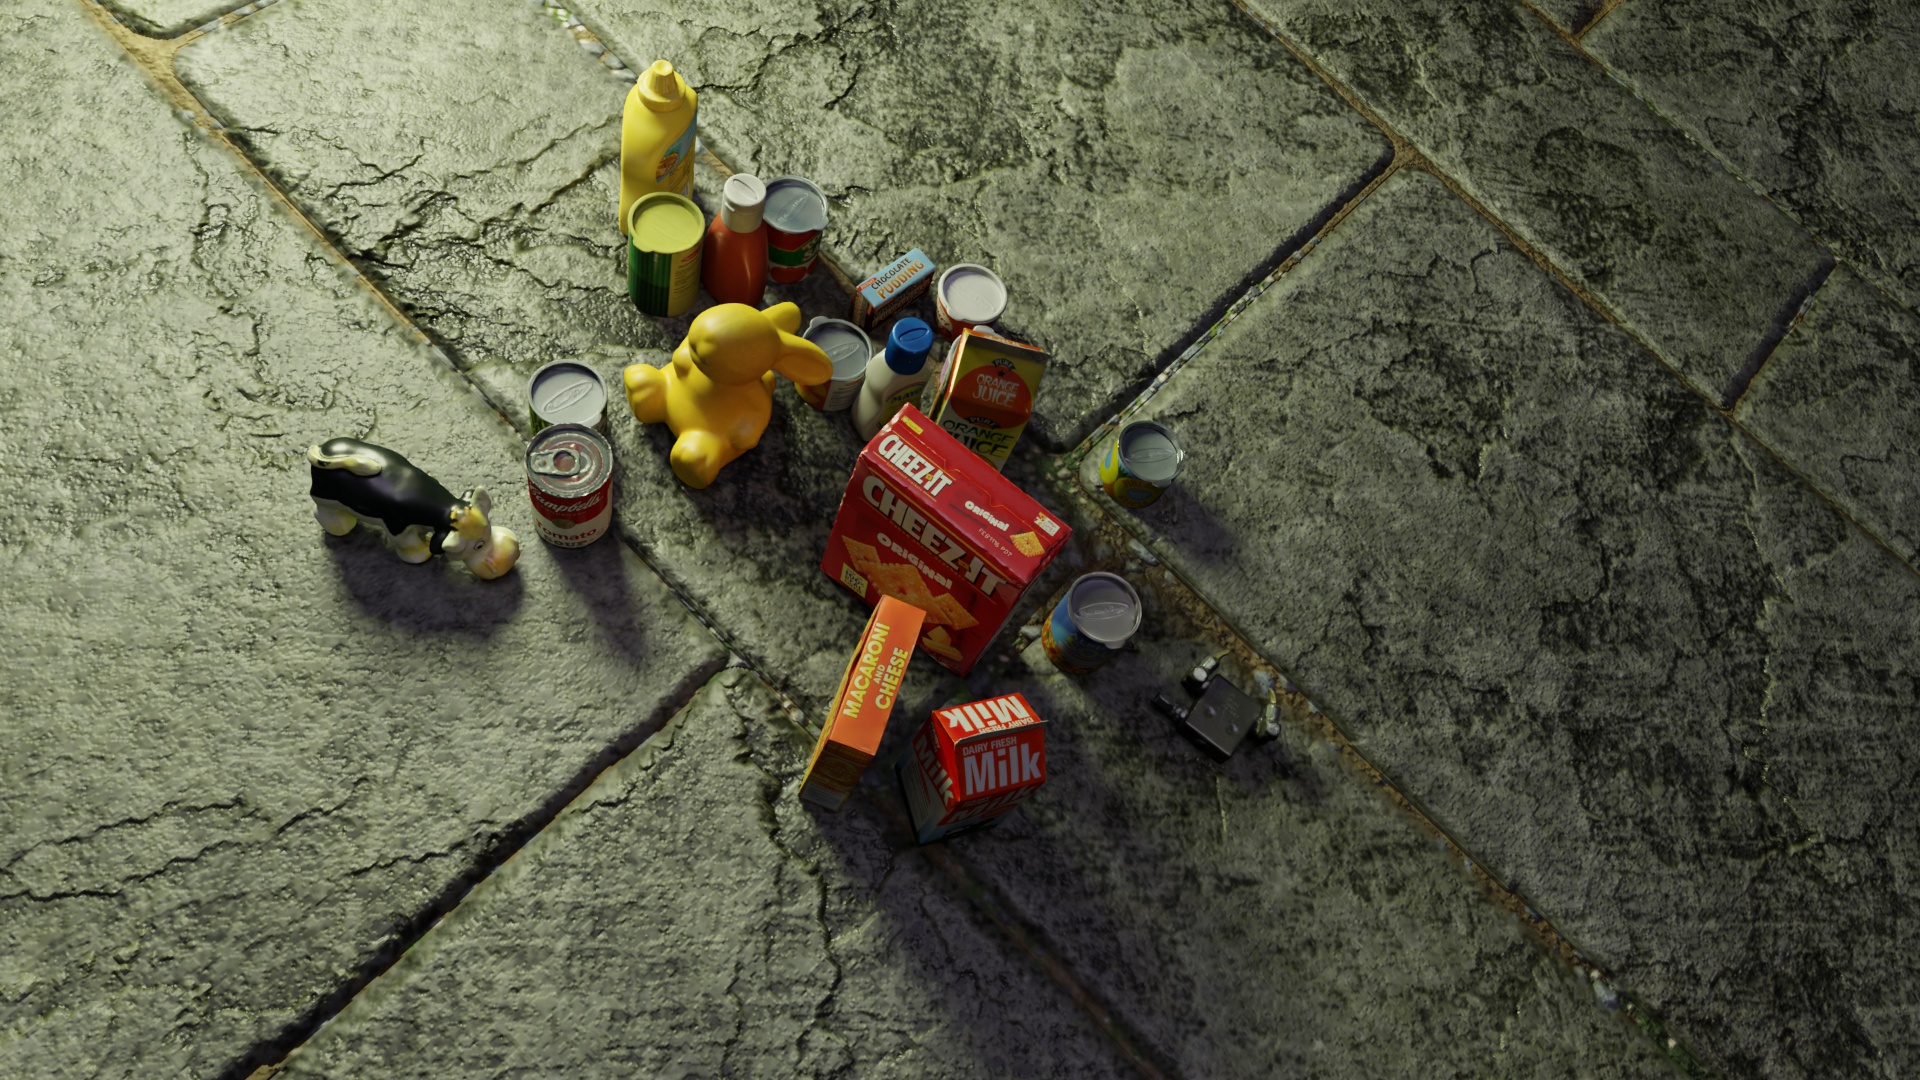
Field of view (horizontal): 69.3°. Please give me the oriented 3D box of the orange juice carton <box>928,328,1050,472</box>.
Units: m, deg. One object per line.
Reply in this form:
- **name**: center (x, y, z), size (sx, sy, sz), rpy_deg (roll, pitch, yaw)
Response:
- **orange juice carton**: center (0.019, -0.120, 1.216), size (0.072, 0.191, 0.073), rpy_deg (15, 62, -7)

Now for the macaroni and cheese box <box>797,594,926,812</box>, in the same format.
- **macaroni and cheese box**: center (-0.079, 0.130, 1.084), size (0.040, 0.165, 0.124), rpy_deg (22, 62, -4)

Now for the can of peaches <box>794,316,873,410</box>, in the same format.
- **can of peaches**: center (-0.118, -0.162, 1.277), size (0.071, 0.057, 0.071), rpy_deg (6, 64, -12)

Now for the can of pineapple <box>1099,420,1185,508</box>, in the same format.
- **can of pineapple**: center (0.170, -0.069, 1.307), size (0.071, 0.057, 0.071), rpy_deg (6, 64, -12)

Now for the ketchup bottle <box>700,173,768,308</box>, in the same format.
- **ketchup bottle**: center (-0.202, -0.270, 1.256), size (0.065, 0.148, 0.044), rpy_deg (41, 62, 7)

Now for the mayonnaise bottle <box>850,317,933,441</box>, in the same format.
- **mayonnaise bottle**: center (-0.057, -0.142, 1.232), size (0.065, 0.147, 0.041), rpy_deg (-23, 73, -23)

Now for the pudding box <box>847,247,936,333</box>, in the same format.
- **pudding box**: center (-0.066, -0.240, 1.333), size (0.084, 0.049, 0.030), rpy_deg (-38, 79, -27)

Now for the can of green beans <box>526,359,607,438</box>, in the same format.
- **can of green beans**: center (-0.338, -0.113, 1.196), size (0.071, 0.057, 0.071), rpy_deg (6, 64, -12)

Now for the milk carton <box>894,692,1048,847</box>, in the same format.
- **milk carton**: center (0.009, 0.174, 1.072), size (0.072, 0.189, 0.073), rpy_deg (-10, 68, -19)

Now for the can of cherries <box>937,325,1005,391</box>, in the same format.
- **can of cherries**: center (0.016, -0.158, 1.309), size (0.071, 0.058, 0.072), rpy_deg (6, 64, -12)

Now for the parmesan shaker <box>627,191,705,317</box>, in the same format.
- **parmesan shaker**: center (-0.270, -0.255, 1.257), size (0.071, 0.102, 0.071), rpy_deg (6, 64, -12)

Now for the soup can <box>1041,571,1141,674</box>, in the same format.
- **soup can**: center (0.113, 0.076, 1.207), size (0.071, 0.083, 0.071), rpy_deg (6, 64, -12)

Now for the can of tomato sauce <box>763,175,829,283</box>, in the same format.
- **can of tomato sauce**: center (-0.162, -0.292, 1.315), size (0.071, 0.082, 0.071), rpy_deg (6, 64, -12)

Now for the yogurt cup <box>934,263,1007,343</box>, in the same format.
- **yogurt cup**: center (0.007, -0.225, 1.342), size (0.072, 0.053, 0.072), rpy_deg (6, 64, -12)
